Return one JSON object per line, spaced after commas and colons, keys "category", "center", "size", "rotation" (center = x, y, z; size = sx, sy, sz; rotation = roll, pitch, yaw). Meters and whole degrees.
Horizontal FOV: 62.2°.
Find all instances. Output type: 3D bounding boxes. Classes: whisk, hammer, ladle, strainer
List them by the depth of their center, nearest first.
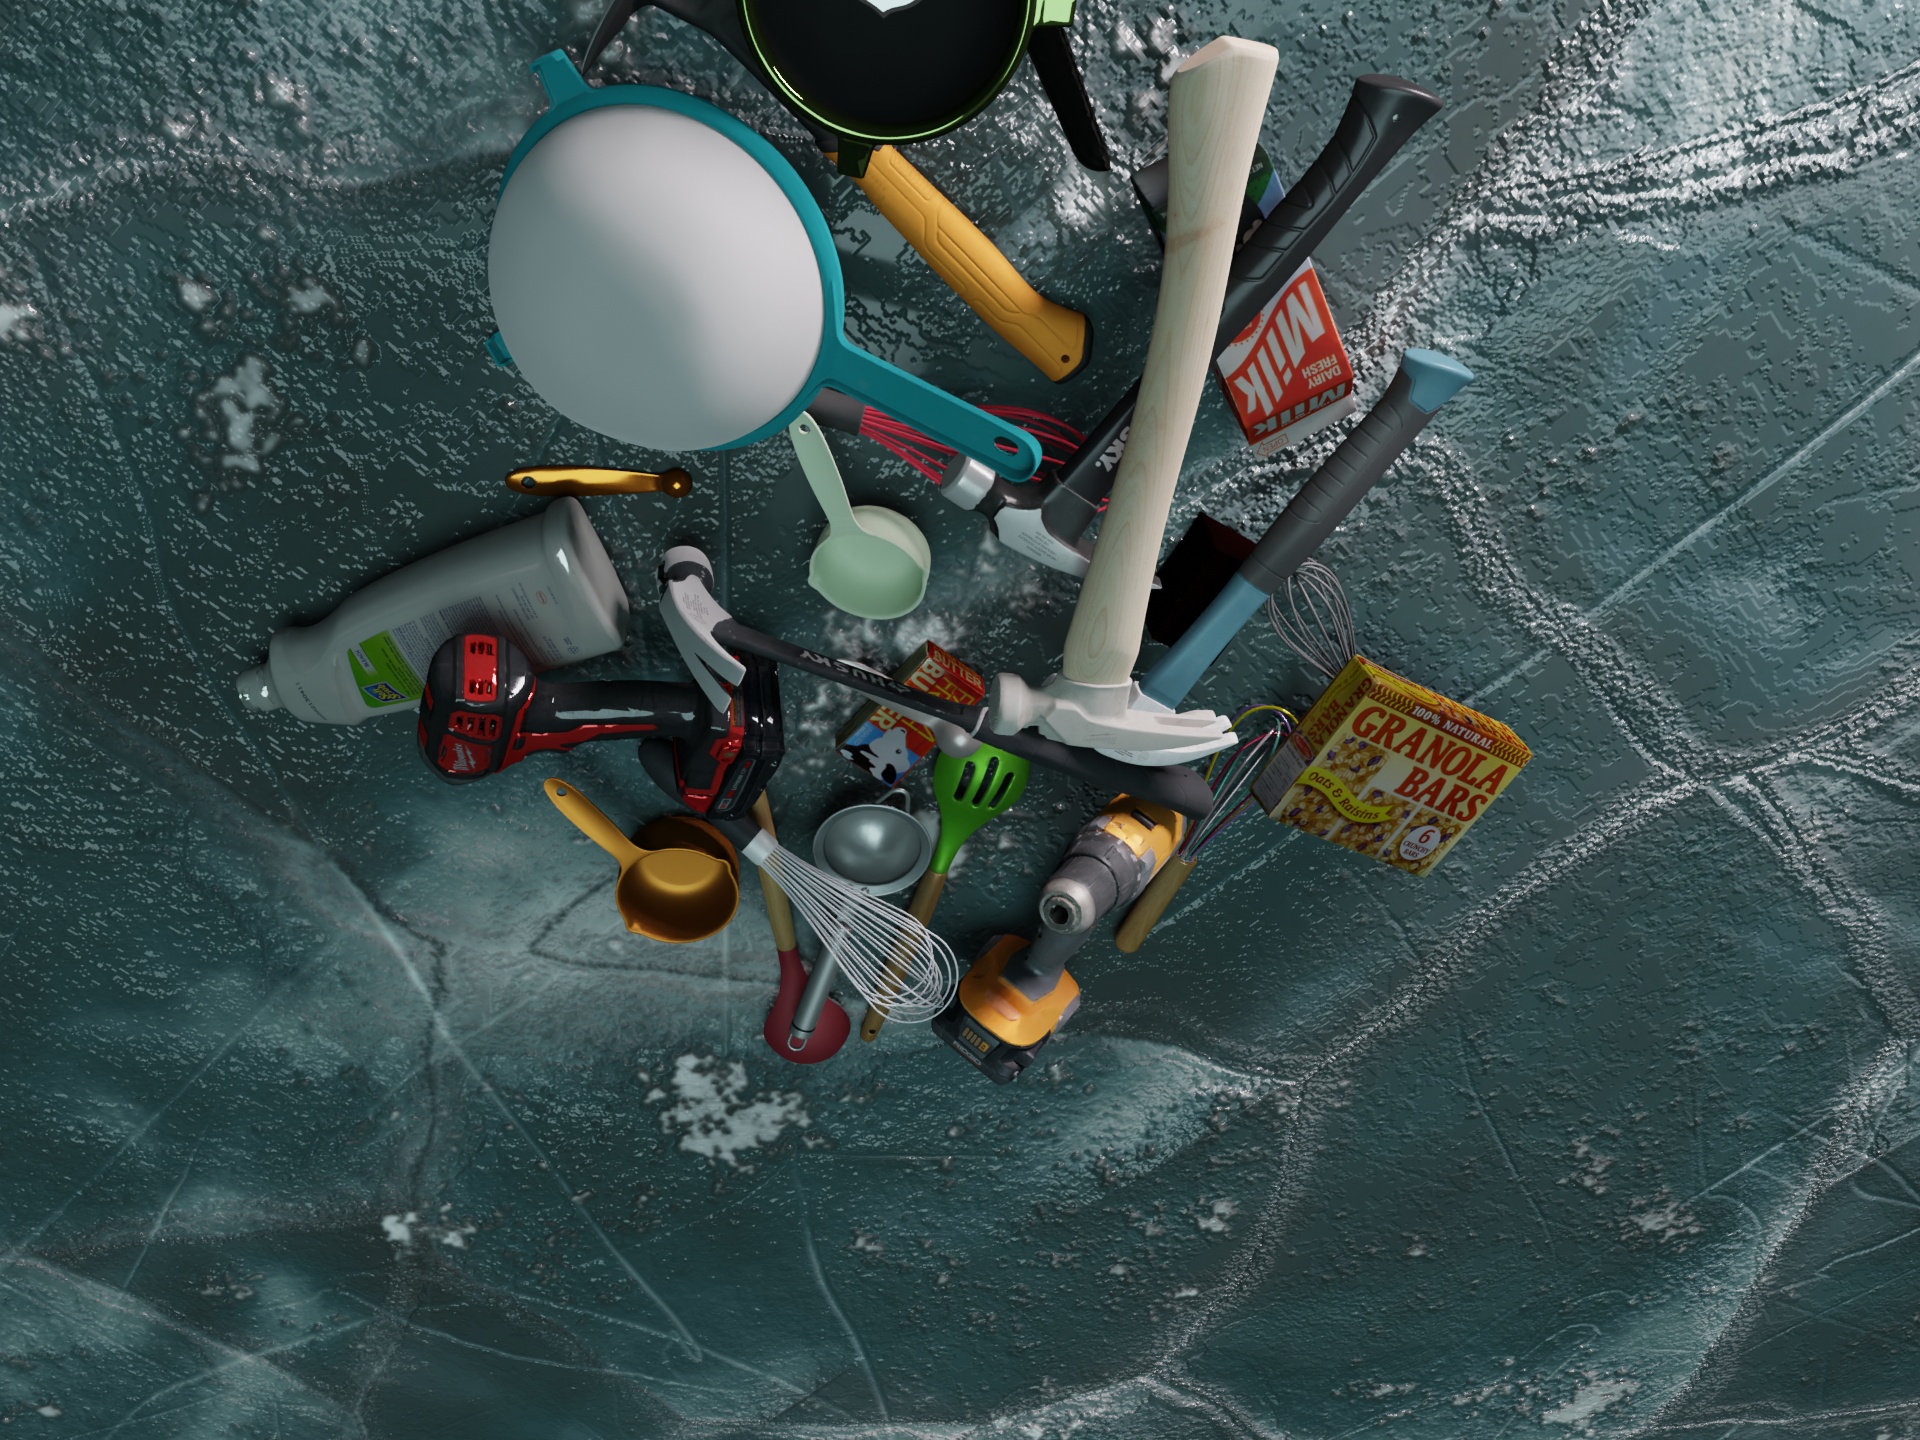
{"category": "strainer", "center": [-0.067, -0.413, 0.785], "size": [0.151, 0.069, 0.256], "rotation": [-29, 121, 22]}
{"category": "strainer", "center": [-0.120, -0.197, 0.863], "size": [0.340, 0.095, 0.211], "rotation": [27, 130, 2]}
{"category": "hammer", "center": [0.120, -0.161, 0.892], "size": [0.146, 0.038, 0.410], "rotation": [5, 122, -9]}
{"category": "hammer", "center": [0.144, -0.216, 0.899], "size": [0.146, 0.035, 0.334], "rotation": [31, 116, -22]}
{"category": "hammer", "center": [-0.051, -0.306, 0.908], "size": [0.127, 0.034, 0.336], "rotation": [-42, 118, 19]}
{"category": "whisk", "center": [-0.042, -0.180, 0.978], "size": [0.295, 0.073, 0.073], "rotation": [15, 120, -9]}
{"category": "hammer", "center": [0.195, -0.099, 1.008], "size": [0.128, 0.033, 0.331], "rotation": [29, 115, -23]}
{"category": "hammer", "center": [-0.002, -0.003, 1.037], "size": [0.408, 0.149, 0.036], "rotation": [19, 114, -26]}
{"category": "whisk", "center": [-0.118, 0.111, 1.120], "size": [0.284, 0.070, 0.070], "rotation": [41, 112, -4]}
{"category": "whisk", "center": [0.274, -0.025, 1.121], "size": [0.055, 0.055, 0.238], "rotation": [-29, 125, 13]}
{"category": "strainer", "center": [-0.087, 0.146, 1.181], "size": [0.087, 0.050, 0.258], "rotation": [16, 115, -13]}
{"category": "whisk", "center": [0.181, 0.087, 1.186], "size": [0.047, 0.051, 0.245], "rotation": [15, 123, -22]}
{"category": "ladle", "center": [-0.134, 0.149, 1.201], "size": [0.069, 0.031, 0.315], "rotation": [-10, 122, -4]}

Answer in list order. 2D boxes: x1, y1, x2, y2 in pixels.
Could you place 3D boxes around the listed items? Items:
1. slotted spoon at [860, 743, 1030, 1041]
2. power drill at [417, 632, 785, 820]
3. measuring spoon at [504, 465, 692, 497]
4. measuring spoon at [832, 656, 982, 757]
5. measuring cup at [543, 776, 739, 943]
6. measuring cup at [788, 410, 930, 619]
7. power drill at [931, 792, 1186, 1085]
{"category": "slotted spoon", "center": [-0.023, 0.132, 1.201], "size": [0.070, 0.031, 0.313], "rotation": [14, 122, -15]}
{"category": "power drill", "center": [-0.235, 0.007, 1.024], "size": [0.219, 0.079, 0.143], "rotation": [4, 150, -23]}
{"category": "measuring spoon", "center": [-0.228, -0.149, 1.004], "size": [0.117, 0.011, 0.021], "rotation": [0, 123, -6]}
{"category": "measuring spoon", "center": [-0.037, -0.008, 1.082], "size": [0.124, 0.018, 0.034], "rotation": [30, 115, -21]}
{"category": "measuring cup", "center": [-0.229, 0.085, 1.133], "size": [0.095, 0.052, 0.173], "rotation": [-35, 118, 16]}
{"category": "measuring cup", "center": [-0.069, -0.135, 0.996], "size": [0.083, 0.038, 0.167], "rotation": [-4, 135, 20]}
{"category": "power drill", "center": [0.066, 0.158, 1.139], "size": [0.084, 0.185, 0.226], "rotation": [38, 119, 10]}
